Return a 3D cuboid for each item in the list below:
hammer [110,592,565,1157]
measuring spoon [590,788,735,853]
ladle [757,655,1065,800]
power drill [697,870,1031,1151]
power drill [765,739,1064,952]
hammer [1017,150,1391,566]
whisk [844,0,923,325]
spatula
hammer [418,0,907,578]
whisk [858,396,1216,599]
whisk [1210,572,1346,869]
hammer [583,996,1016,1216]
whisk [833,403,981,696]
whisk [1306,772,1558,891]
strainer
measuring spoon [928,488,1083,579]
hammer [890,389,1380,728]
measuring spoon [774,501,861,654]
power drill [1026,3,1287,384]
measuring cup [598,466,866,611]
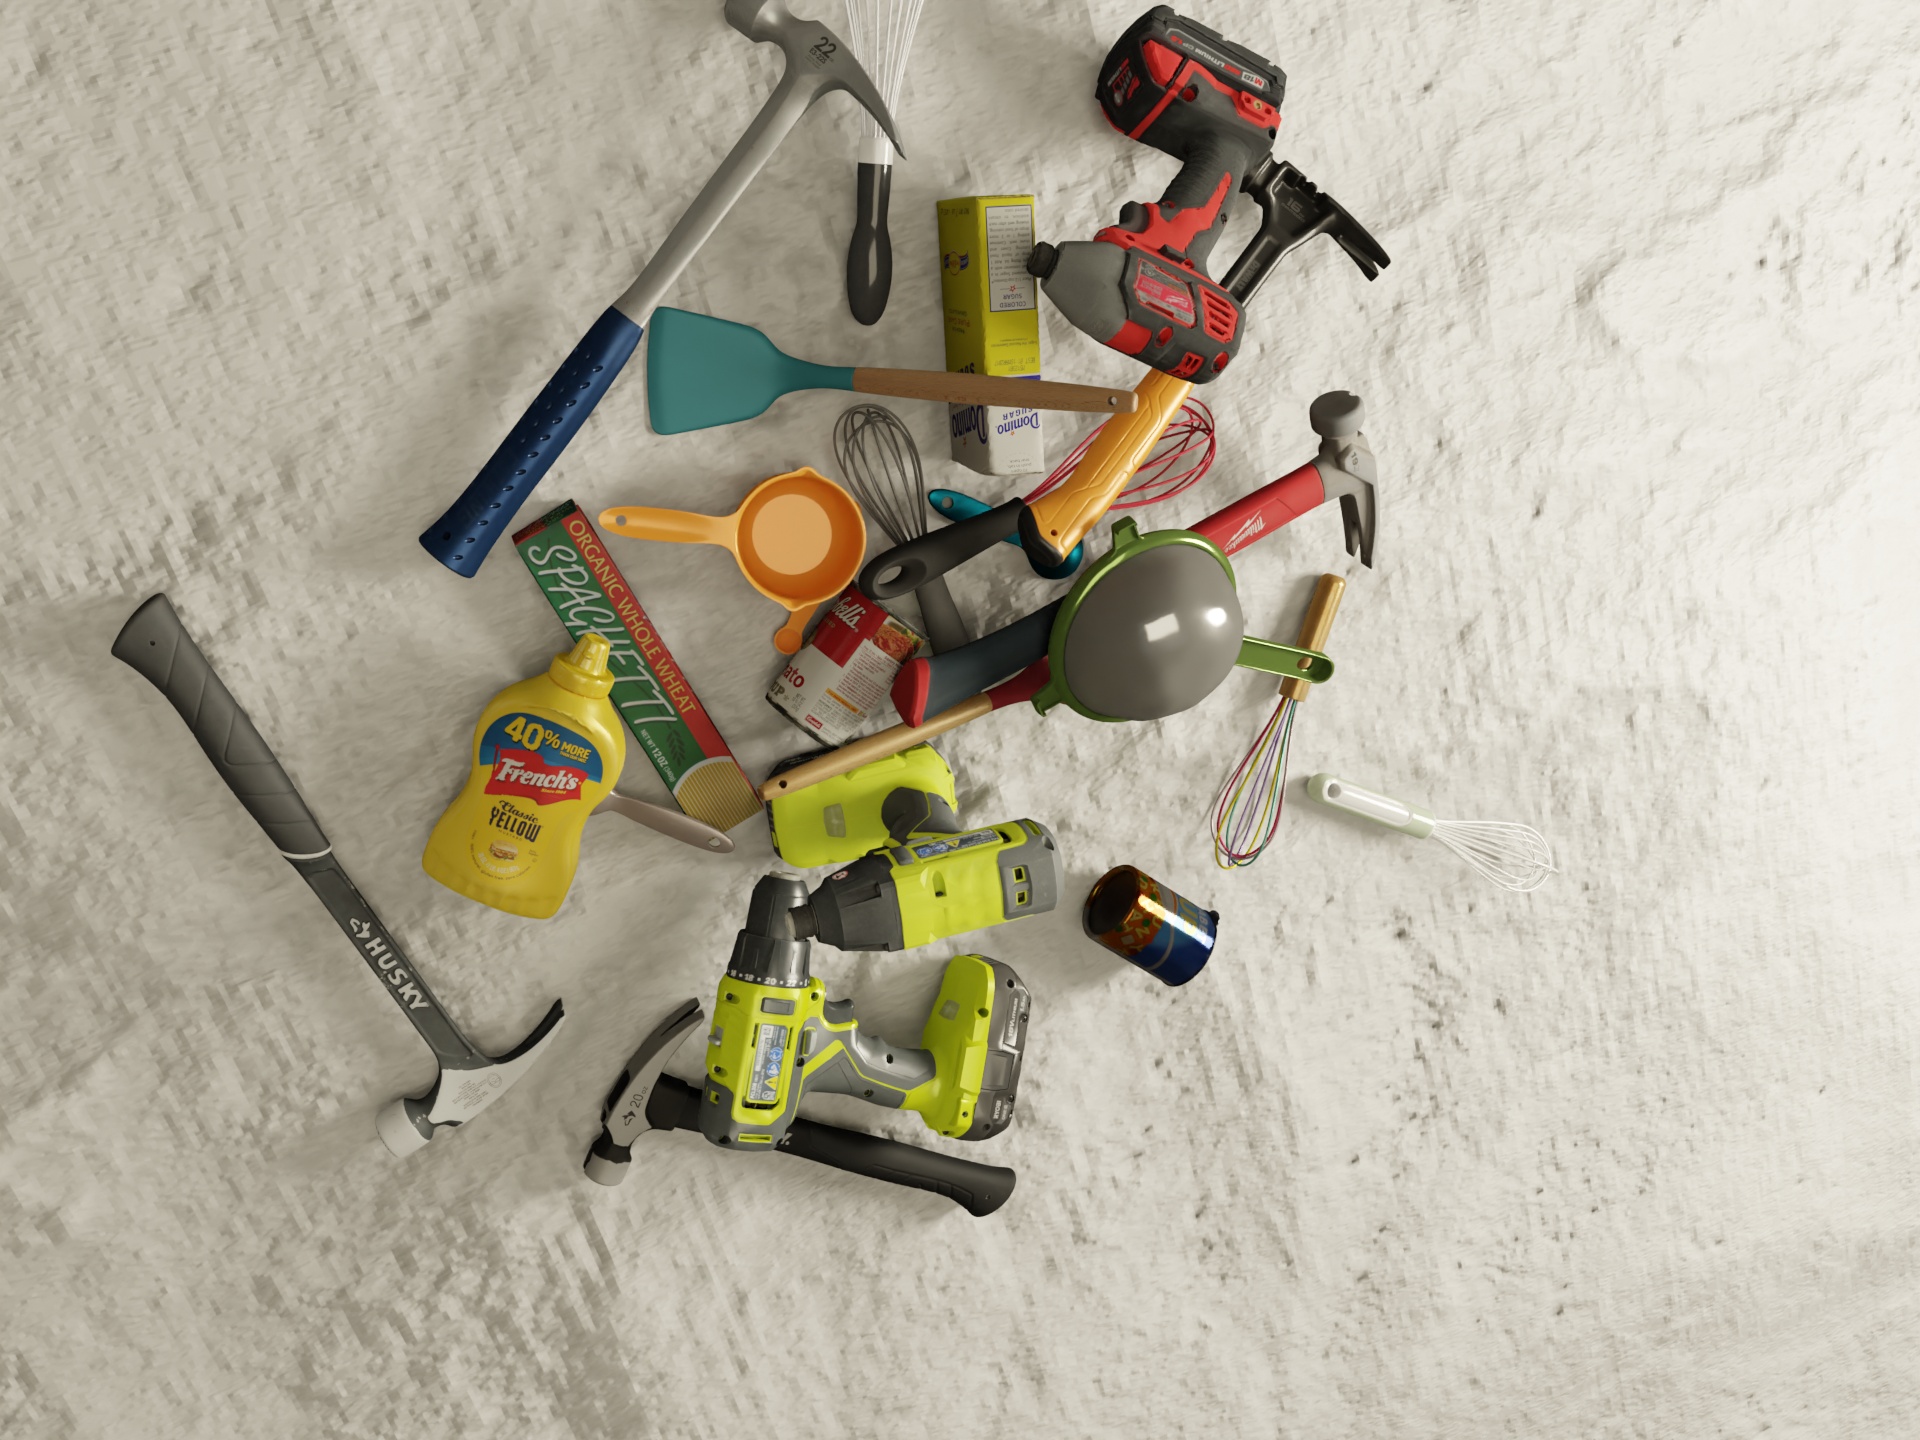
[{"bbox_3d":[-0.412,0.098,1.040,0.149,0.036,0.408,-31,113,-10],"label":"hammer"},{"bbox_3d":[-0.214,0.068,1.088,0.124,0.018,0.034,21,117,-6],"label":"measuring spoon"},{"bbox_3d":[-0.002,-0.004,1.116,0.315,0.031,0.069,-22,83,-27],"label":"ladle"},{"bbox_3d":[-0.069,0.215,1.153,0.228,0.080,0.190,11,87,-26],"label":"power drill"},{"bbox_3d":[-0.050,0.083,1.056,0.171,0.223,0.080,-12,109,-15],"label":"power drill"},{"bbox_3d":[0.155,-0.234,1.081,0.127,0.034,0.337,38,78,-3],"label":"hammer"},{"bbox_3d":[-0.051,-0.396,1.011,0.070,0.070,0.284,-3,112,-18],"label":"whisk"},{"bbox_3d":[-0.046,-0.213,1.012,0.317,0.044,0.082,7,105,15],"label":"spatula"},{"bbox_3d":[-0.196,-0.256,0.988,0.144,0.035,0.405,39,95,7],"label":"hammer"},{"bbox_3d":[0.059,-0.150,1.096,0.296,0.073,0.073,-27,113,-19],"label":"whisk"},{"bbox_3d":[0.249,0.003,1.237,0.047,0.051,0.245,17,97,-17],"label":"whisk"},{"bbox_3d":[-0.104,0.317,1.211,0.334,0.035,0.146,21,98,-23],"label":"hammer"},{"bbox_3d":[-0.031,-0.110,1.107,0.055,0.055,0.238,-26,117,-10],"label":"whisk"},{"bbox_3d":[0.390,0.089,1.309,0.246,0.059,0.058,19,87,-18],"label":"whisk"},{"bbox_3d":[0.182,-0.042,1.110,0.256,0.069,0.151,9,116,-34],"label":"strainer"},{"bbox_3d":[0.035,-0.135,1.132,0.128,0.021,0.042,21,98,-24],"label":"measuring spoon"},{"bbox_3d":[0.129,-0.087,1.120,0.386,0.038,0.143,-29,131,-11],"label":"hammer"},{"bbox_3d":[-0.098,-0.099,1.105,0.021,0.011,0.117,26,93,-12],"label":"measuring spoon"},{"bbox_3d":[0.126,-0.335,1.021,0.143,0.078,0.220,20,71,-17],"label":"power drill"},{"bbox_3d":[-0.151,-0.126,1.057,0.173,0.052,0.095,5,99,-11],"label":"measuring cup"}]
